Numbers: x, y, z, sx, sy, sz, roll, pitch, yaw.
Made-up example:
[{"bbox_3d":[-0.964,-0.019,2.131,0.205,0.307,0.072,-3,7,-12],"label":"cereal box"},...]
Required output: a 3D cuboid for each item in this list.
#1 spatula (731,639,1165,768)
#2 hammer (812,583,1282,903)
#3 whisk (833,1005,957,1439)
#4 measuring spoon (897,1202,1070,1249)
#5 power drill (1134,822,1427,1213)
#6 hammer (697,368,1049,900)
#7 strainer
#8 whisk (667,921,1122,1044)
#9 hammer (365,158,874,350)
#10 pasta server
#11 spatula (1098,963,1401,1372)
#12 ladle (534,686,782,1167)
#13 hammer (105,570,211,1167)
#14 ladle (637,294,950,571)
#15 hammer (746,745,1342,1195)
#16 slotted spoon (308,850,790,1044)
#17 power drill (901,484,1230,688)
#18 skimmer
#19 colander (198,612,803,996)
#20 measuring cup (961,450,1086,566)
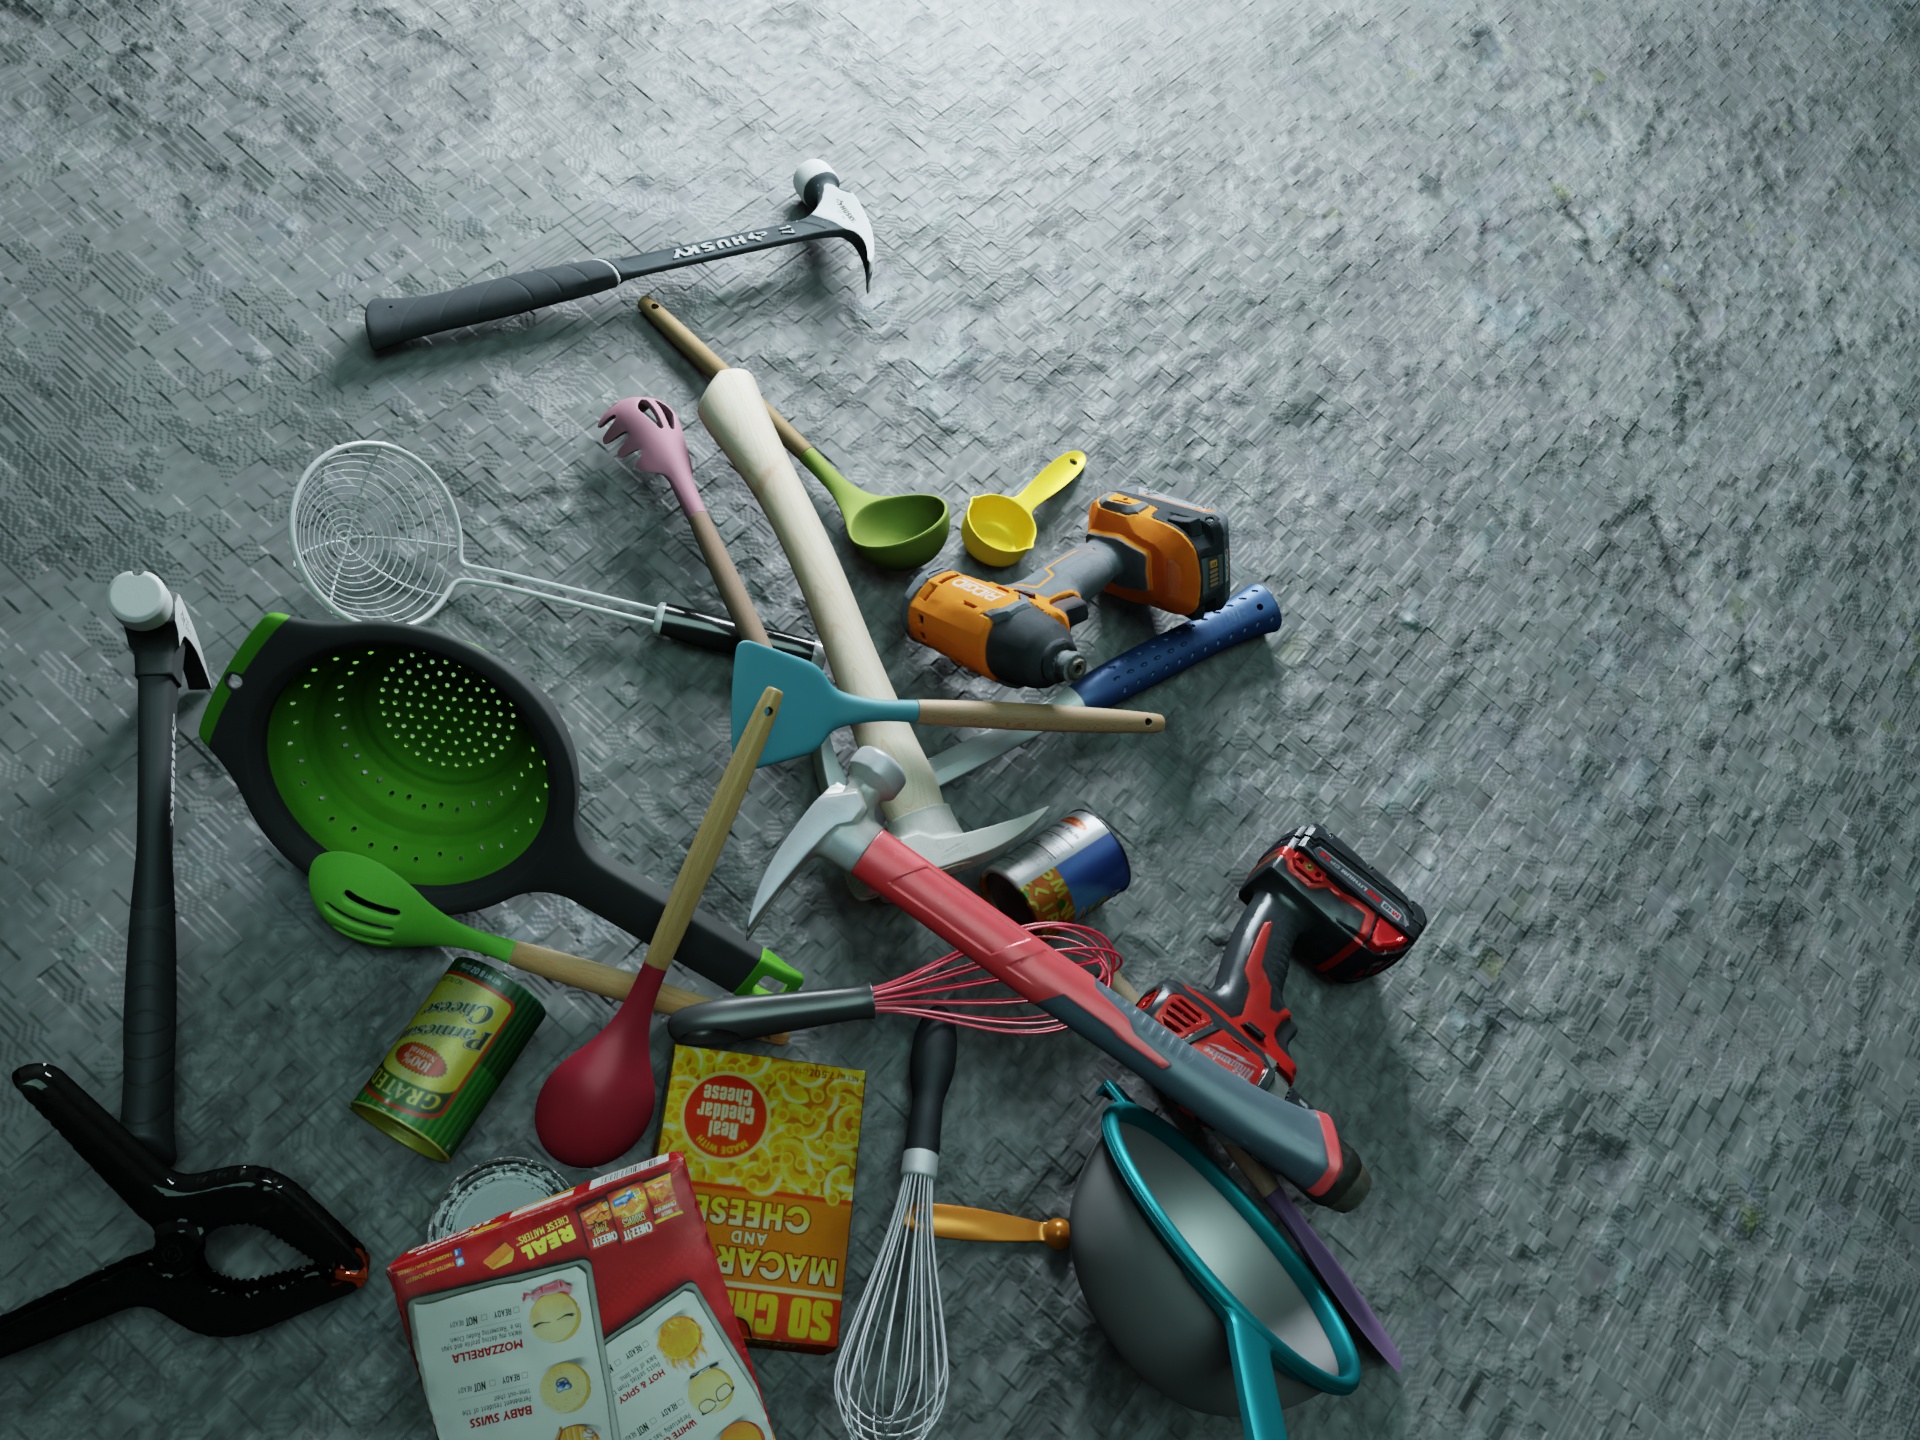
[{"bbox_3d":[-0.002,-0.003,1.066,0.317,0.044,0.082,2,87,-20],"label":"spatula"},{"bbox_3d":[0.075,-0.015,1.180,0.405,0.035,0.144,-26,74,-26],"label":"hammer"},{"bbox_3d":[-0.028,0.306,0.977,0.070,0.070,0.285,15,53,-9],"label":"whisk"},{"bbox_3d":[0.017,0.320,1.011,0.117,0.011,0.021,10,62,-11],"label":"measuring spoon"},{"bbox_3d":[0.231,0.201,1.079,0.188,0.080,0.227,40,54,5],"label":"power drill"},{"bbox_3d":[-0.081,-0.079,1.124,0.146,0.038,0.411,-16,70,-24],"label":"hammer"},{"bbox_3d":[0.129,0.350,0.894,0.211,0.340,0.095,44,99,-4],"label":"strainer"},{"bbox_3d":[-0.037,0.177,1.015,0.295,0.073,0.073,-6,66,-11],"label":"whisk"},{"bbox_3d":[-0.256,-0.348,1.238,0.409,0.036,0.149,-20,56,-21],"label":"hammer"},{"bbox_3d":[-0.179,-0.118,1.127,0.060,0.040,0.316,-5,57,-41],"label":"pasta server"},{"bbox_3d":[0.191,0.293,1.061,0.018,0.059,0.316,-40,73,10],"label":"spatula"},{"bbox_3d":[-0.174,0.126,0.967,0.069,0.031,0.315,24,84,-19],"label":"ladle"},{"bbox_3d":[-0.474,0.092,0.936,0.035,0.146,0.335,-2,76,-16],"label":"hammer"},{"bbox_3d":[-0.134,-0.228,1.215,0.320,0.062,0.078,44,59,11],"label":"ladle"},{"bbox_3d":[0.056,0.177,0.969,0.386,0.038,0.143,35,66,6],"label":"hammer"},{"bbox_3d":[-0.255,0.152,0.996,0.313,0.070,0.031,20,37,-12],"label":"slotted spoon"},{"bbox_3d":[0.092,-0.091,1.156,0.226,0.084,0.164,-26,34,-29],"label":"power drill"},{"bbox_3d":[-0.264,-0.093,1.088,0.363,0.090,0.127,14,73,-10],"label":"skimmer"},{"bbox_3d":[-0.267,0.057,1.012,0.397,0.204,0.095,34,24,-16],"label":"colander"},{"bbox_3d":[0.054,-0.171,1.264,0.062,0.029,0.156,40,49,7],"label":"measuring cup"}]
